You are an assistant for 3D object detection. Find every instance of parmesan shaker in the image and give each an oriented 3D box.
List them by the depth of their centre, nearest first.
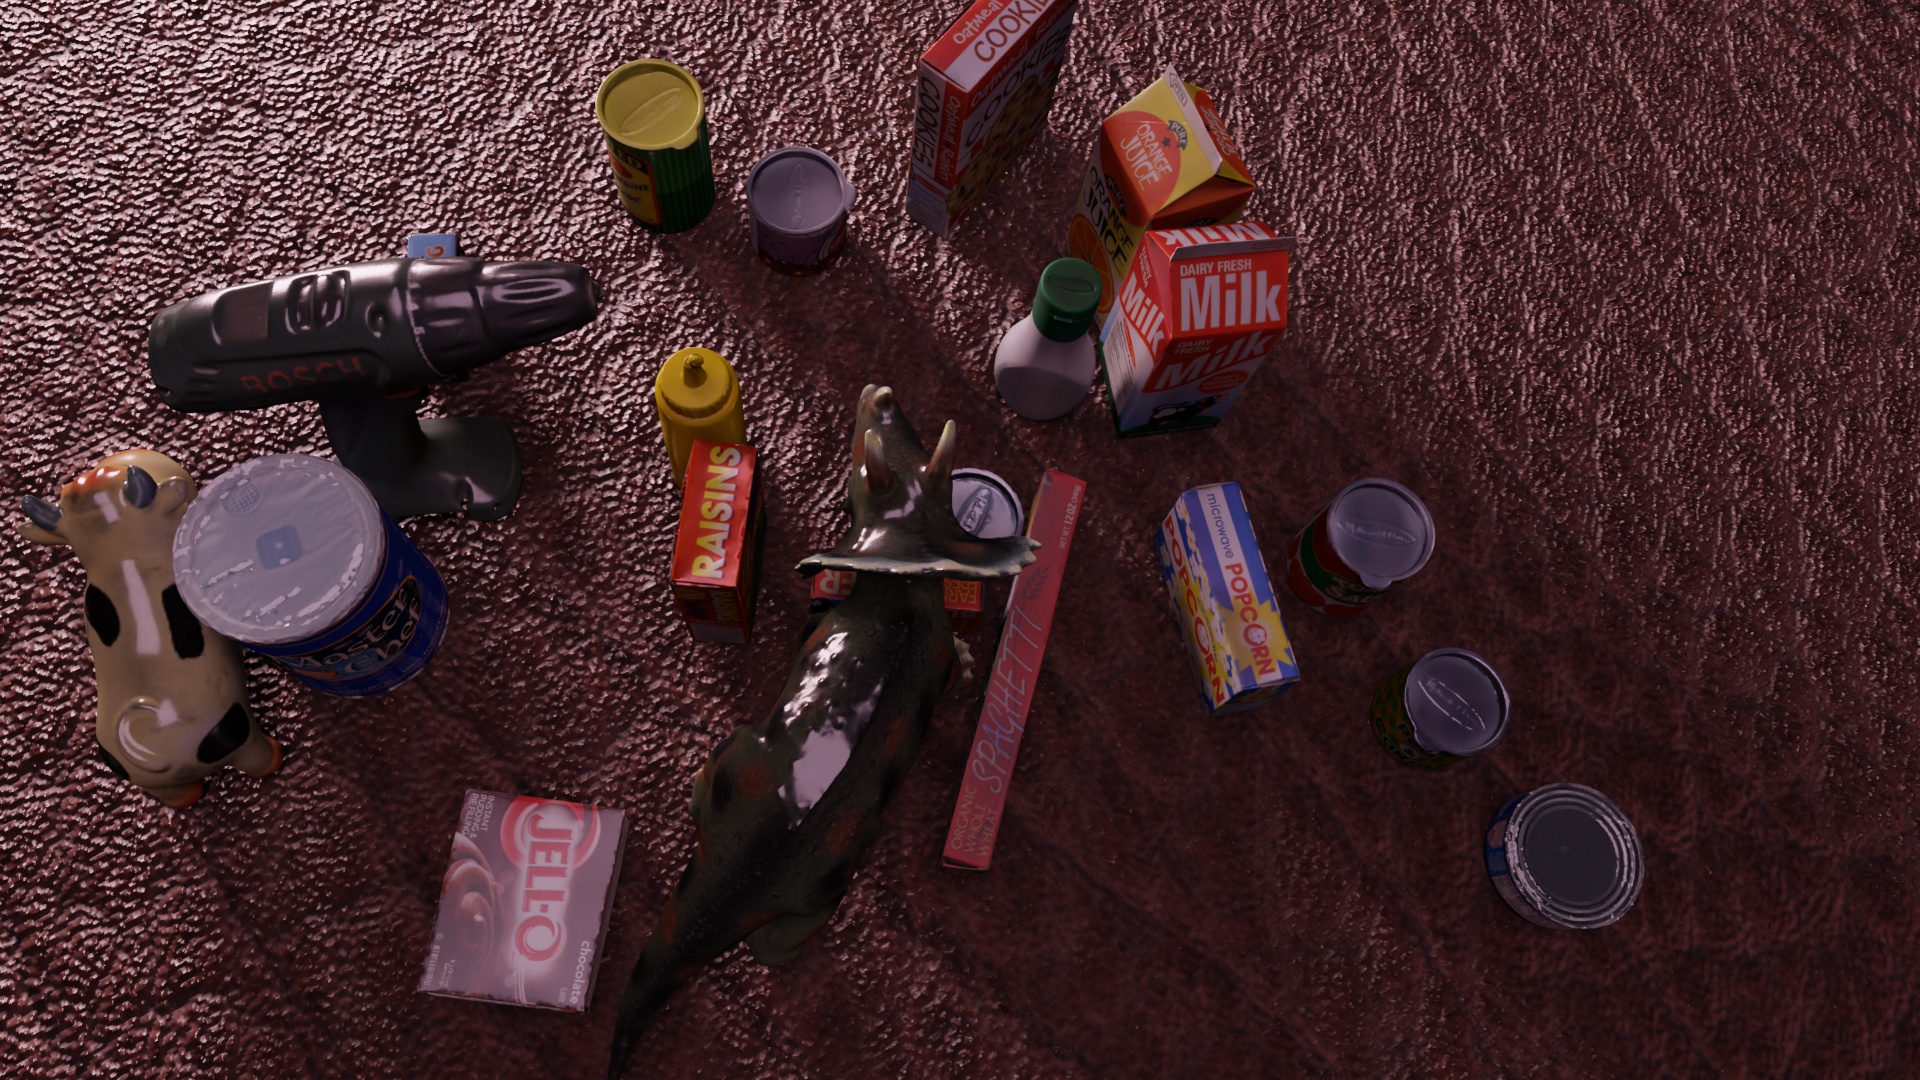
[{"bbox_3d":[-0.194,-0.251,0.903,0.071,0.102,0.071,2,71,-5],"label":"parmesan shaker"}]

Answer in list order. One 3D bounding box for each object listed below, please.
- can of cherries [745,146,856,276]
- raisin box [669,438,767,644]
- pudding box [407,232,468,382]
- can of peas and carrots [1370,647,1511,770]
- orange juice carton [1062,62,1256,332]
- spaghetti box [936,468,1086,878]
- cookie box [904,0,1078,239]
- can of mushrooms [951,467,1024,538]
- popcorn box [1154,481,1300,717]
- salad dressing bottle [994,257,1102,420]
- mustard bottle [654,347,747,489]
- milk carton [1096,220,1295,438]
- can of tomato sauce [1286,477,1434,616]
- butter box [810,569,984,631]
[{"bbox_3d":[-0.105,-0.217,0.923,0.071,0.058,0.071,2,71,-5],"label":"can of cherries"},{"bbox_3d":[-0.139,0.004,0.810,0.040,0.123,0.086,7,71,-3],"label":"raisin box"},{"bbox_3d":[-0.331,-0.148,0.881,0.030,0.049,0.084,-3,72,-7],"label":"pudding box"},{"bbox_3d":[0.292,0.106,0.852,0.071,0.058,0.071,2,71,-5],"label":"can of peas and carrots"},{"bbox_3d":[0.125,-0.213,0.874,0.073,0.192,0.072,-19,74,-11],"label":"orange juice carton"},{"bbox_3d":[0.031,0.079,0.840,0.029,0.050,0.251,16,70,0],"label":"spaghetti box"},{"bbox_3d":[0.018,-0.290,0.903,0.040,0.167,0.123,37,72,7],"label":"cookie box"},{"bbox_3d":[0.003,-0.011,0.877,0.071,0.033,0.071,2,71,-5],"label":"can of mushrooms"},{"bbox_3d":[0.160,0.037,0.848,0.038,0.085,0.127,-11,73,-9],"label":"popcorn box"},{"bbox_3d":[0.057,-0.123,0.860,0.064,0.147,0.044,13,71,-1],"label":"salad dressing bottle"},{"bbox_3d":[-0.152,-0.077,0.816,0.049,0.159,0.065,-3,72,-7],"label":"mustard bottle"},{"bbox_3d":[0.142,-0.134,0.850,0.072,0.190,0.073,-8,73,-8],"label":"milk carton"},{"bbox_3d":[0.248,0.008,0.869,0.071,0.082,0.071,2,71,-5],"label":"can of tomato sauce"},{"bbox_3d":[-0.039,0.035,0.846,0.103,0.053,0.024,4,71,-4],"label":"butter box"}]
